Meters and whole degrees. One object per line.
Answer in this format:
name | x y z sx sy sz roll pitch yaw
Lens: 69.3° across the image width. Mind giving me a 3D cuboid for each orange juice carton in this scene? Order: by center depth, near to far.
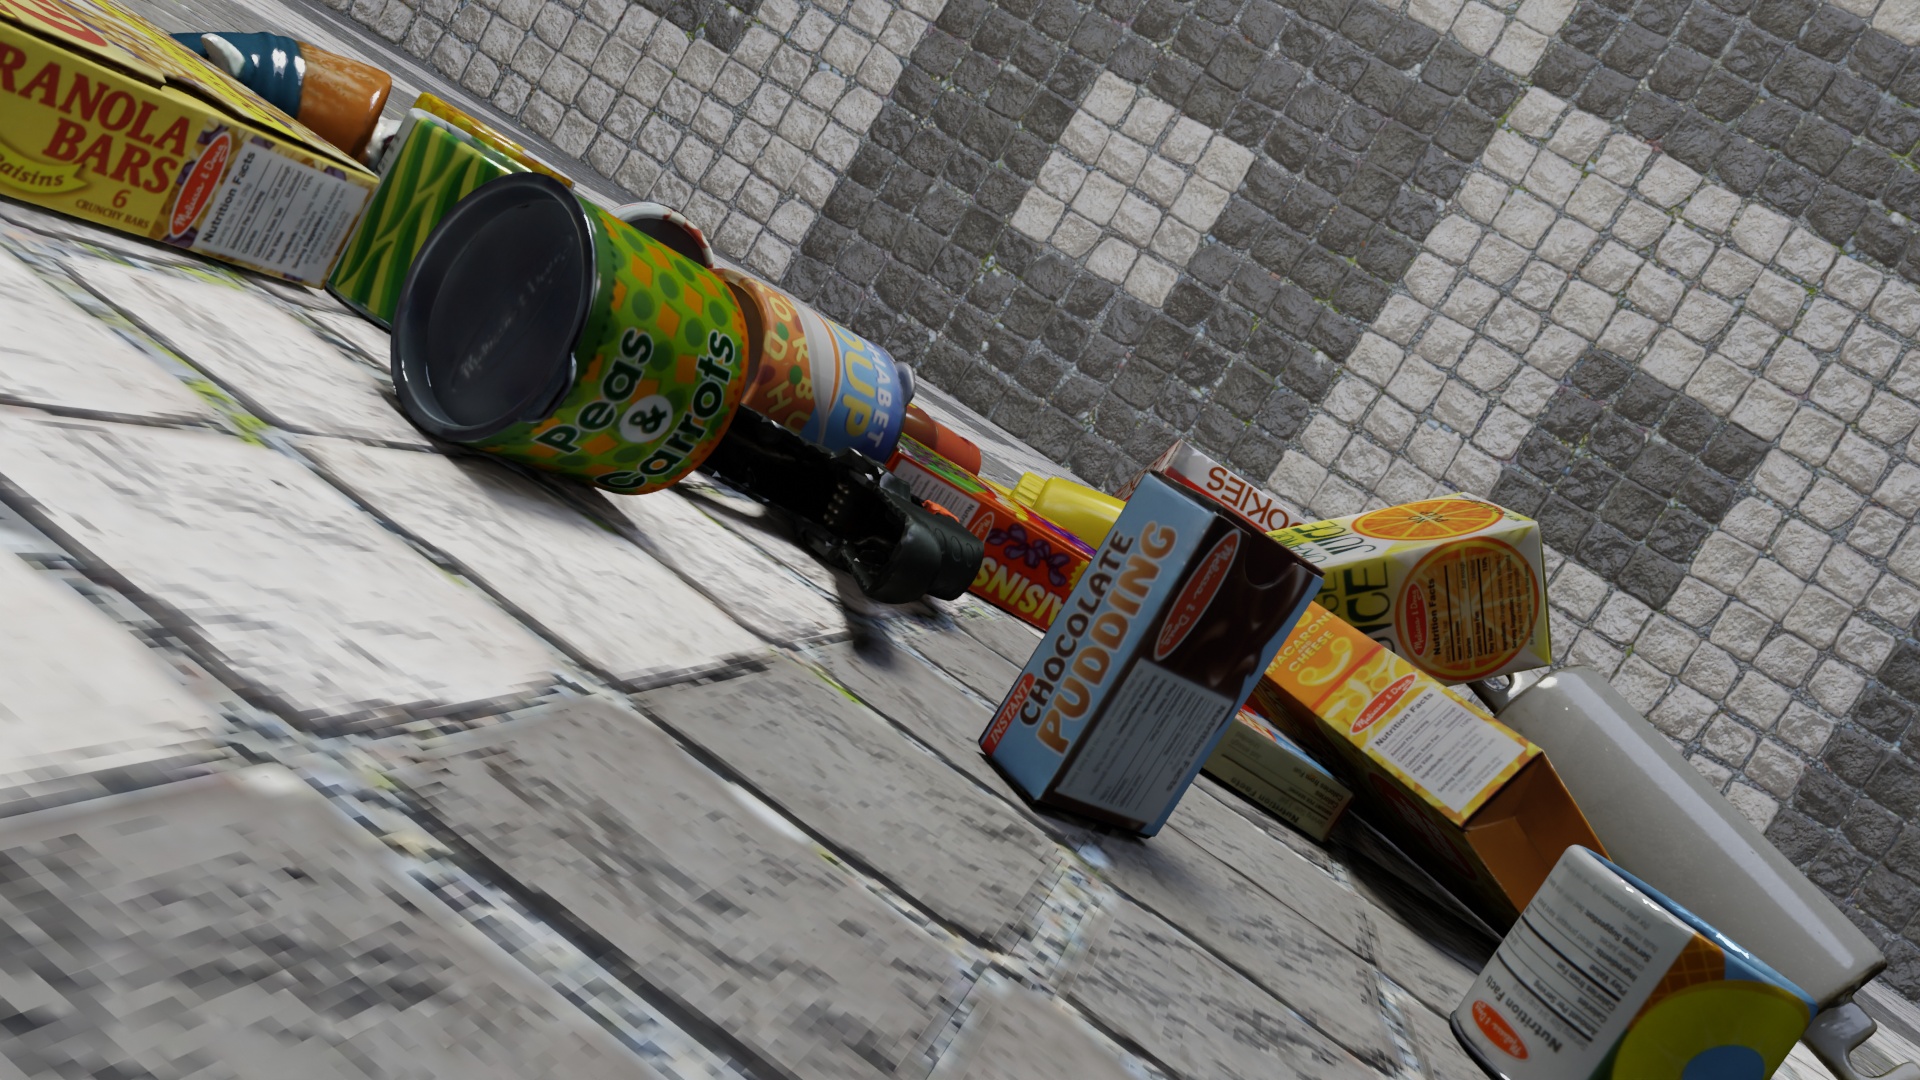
orange juice carton | 0.170 0.035 0.658 0.193 0.073 0.072 -11 14 -4

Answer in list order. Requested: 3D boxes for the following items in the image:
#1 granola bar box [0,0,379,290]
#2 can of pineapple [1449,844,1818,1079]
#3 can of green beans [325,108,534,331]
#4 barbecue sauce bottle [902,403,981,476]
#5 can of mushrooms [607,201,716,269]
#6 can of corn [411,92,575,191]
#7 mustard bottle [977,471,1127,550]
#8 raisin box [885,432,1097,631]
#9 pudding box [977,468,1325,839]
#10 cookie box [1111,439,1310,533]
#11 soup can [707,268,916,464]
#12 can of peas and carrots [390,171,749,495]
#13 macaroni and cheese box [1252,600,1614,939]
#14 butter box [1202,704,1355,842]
granola bar box | -0.253 -0.133 0.355 0.166 0.039 0.124 34 7 16
can of pineapple | 0.172 0.121 0.355 0.071 0.058 0.071 32 6 -4
can of green beans | -0.152 -0.090 0.427 0.071 0.057 0.071 32 6 -4
barbecue sauce bottle | -0.051 -0.067 0.779 0.148 0.043 0.065 27 7 -39
can of mushrooms | -0.158 -0.136 0.710 0.071 0.071 0.033 29 7 -24
can of corn | -0.195 -0.133 0.541 0.071 0.058 0.071 32 6 -4
mustard bottle | 0.068 0.004 0.715 0.160 0.065 0.049 30 9 0
raisin box | 0.002 -0.008 0.607 0.123 0.040 0.086 30 6 -25
pudding box | 0.048 0.030 0.348 0.049 0.083 0.030 26 8 -40
cookie box | 0.139 0.013 0.804 0.123 0.040 0.167 32 -19 -4
soup can | -0.068 -0.058 0.515 0.071 0.071 0.084 36 8 32
can of peas and carrots | -0.094 -0.047 0.344 0.071 0.071 0.058 36 7 32
macaroni and cheese box | 0.177 0.090 0.540 0.123 0.040 0.167 49 -2 -29
butter box | 0.093 0.069 0.519 0.103 0.024 0.053 32 5 -2
